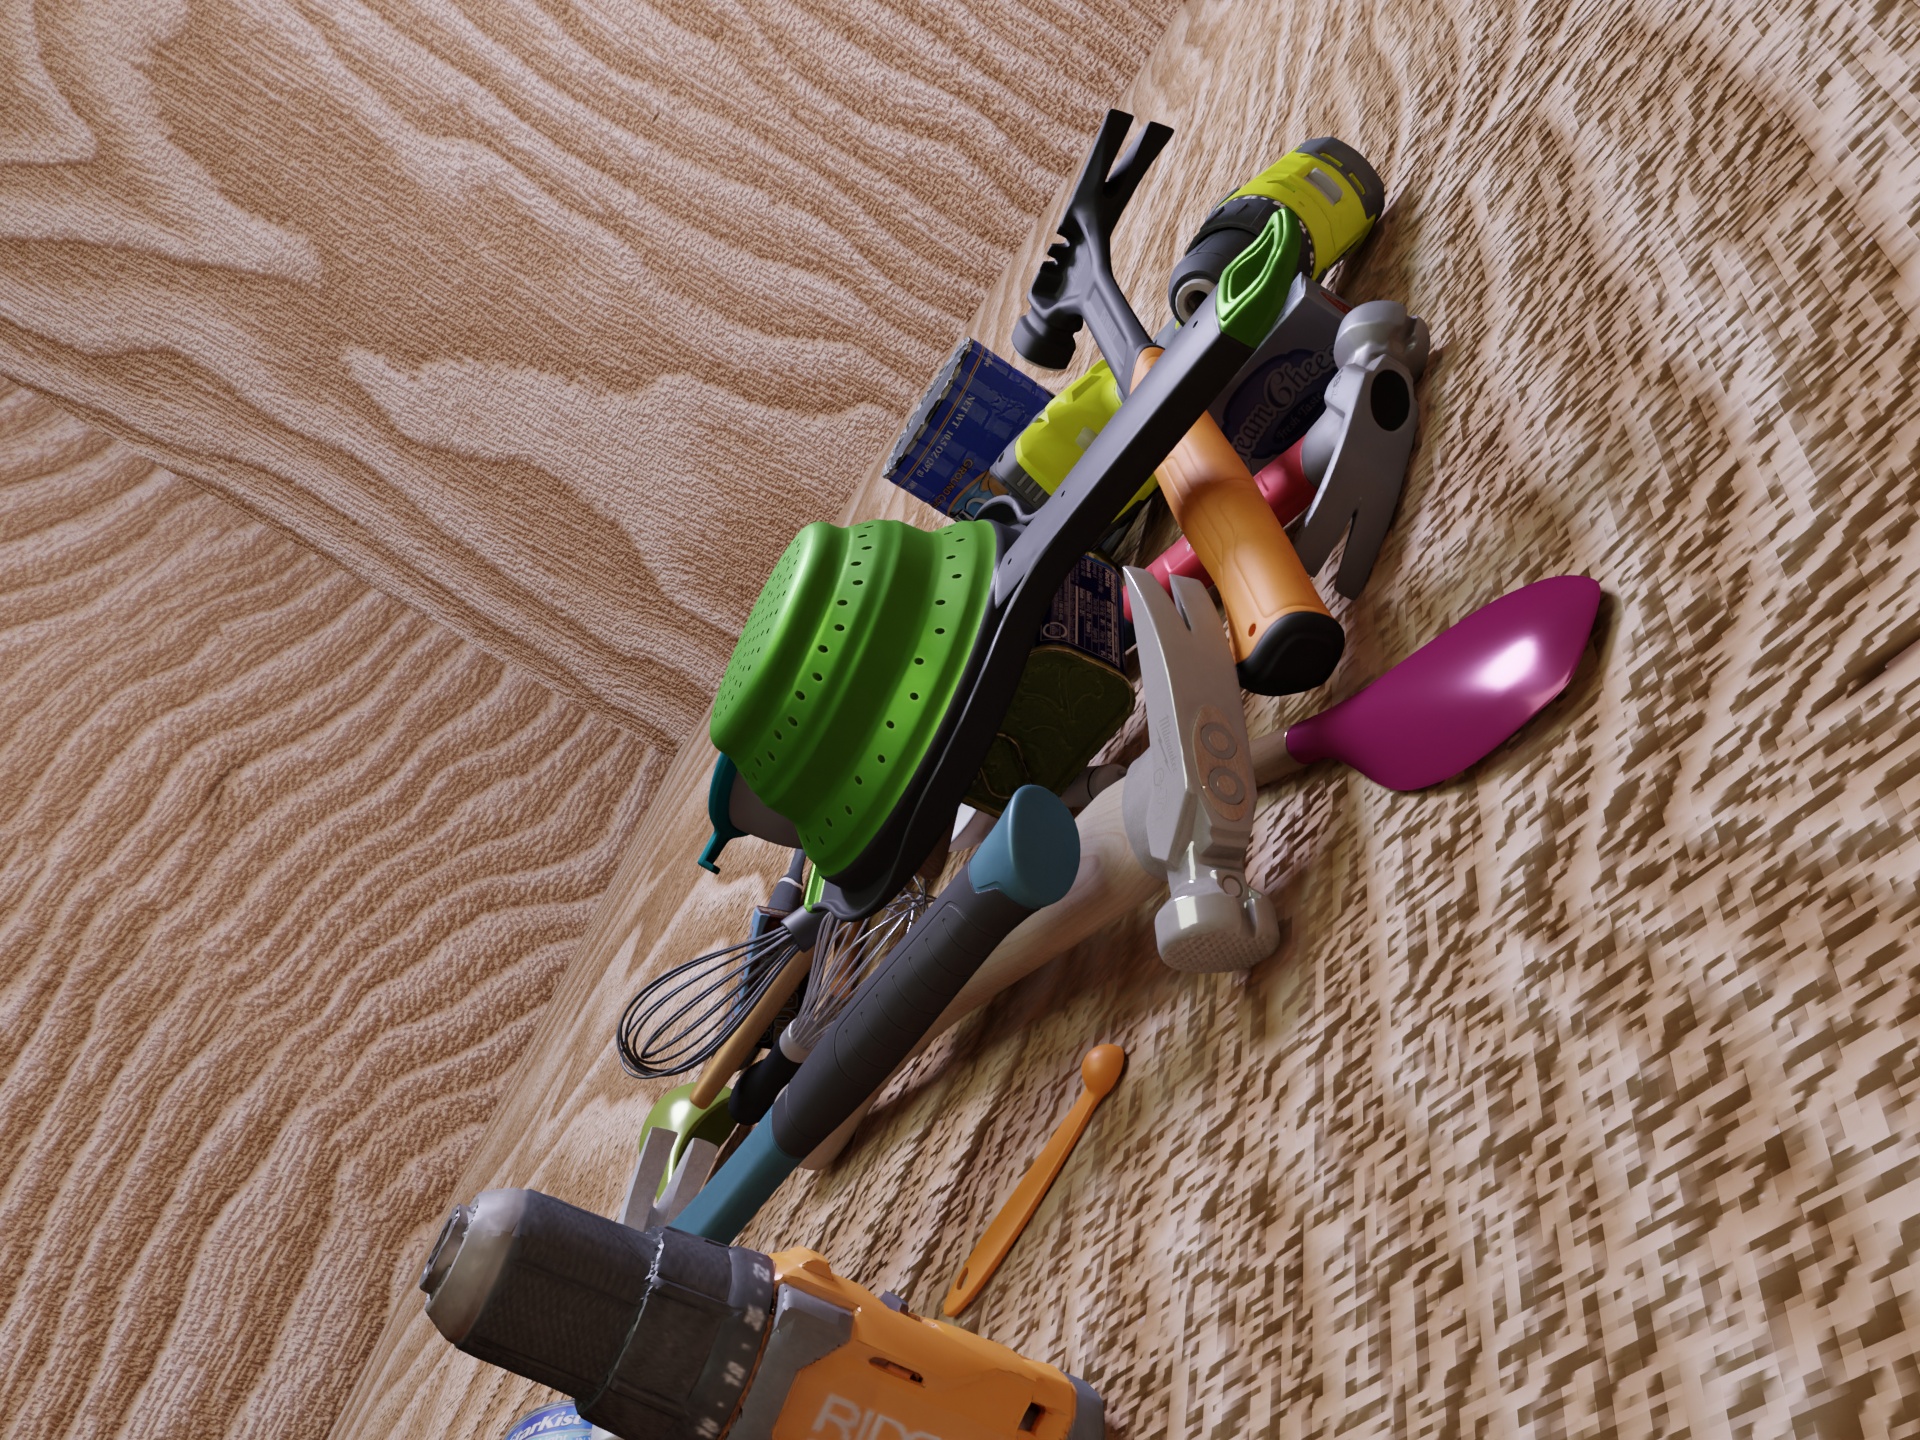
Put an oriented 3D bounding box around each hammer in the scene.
[{"bbox_3d":[-0.136,0.124,1.274,0.149,0.036,0.409,-53,13,32],"label":"hammer"},{"bbox_3d":[0.089,-0.133,0.656,0.337,0.034,0.127,-105,33,-48],"label":"hammer"},{"bbox_3d":[0.082,-0.042,0.775,0.386,0.038,0.143,-41,23,56],"label":"hammer"},{"bbox_3d":[-0.058,0.151,0.616,0.331,0.033,0.128,-52,28,28],"label":"hammer"},{"bbox_3d":[-0.001,0.100,0.676,0.410,0.038,0.146,131,142,-51],"label":"hammer"}]

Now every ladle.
[{"bbox_3d":[-0.154,0.310,0.896,0.078,0.062,0.320,-57,19,14],"label":"ladle"}]

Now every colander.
[{"bbox_3d":[-0.012,-0.066,0.651,0.397,0.094,0.205,-50,21,44],"label":"colander"}]

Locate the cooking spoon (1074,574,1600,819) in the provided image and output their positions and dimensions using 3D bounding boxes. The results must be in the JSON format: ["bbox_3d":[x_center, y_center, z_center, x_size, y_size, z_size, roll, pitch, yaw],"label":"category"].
[{"bbox_3d":[0.108,0.014,0.570,0.069,0.017,0.319,-63,13,-24],"label":"cooking spoon"}]

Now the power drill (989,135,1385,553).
[{"bbox_3d":[0.113,-0.191,0.837,0.228,0.080,0.190,-47,-1,44],"label":"power drill"}]

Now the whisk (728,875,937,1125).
[{"bbox_3d":[-0.077,0.164,0.891,0.284,0.070,0.070,-53,12,45],"label":"whisk"}]

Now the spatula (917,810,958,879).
[{"bbox_3d":[-0.001,-0.003,0.866,0.059,0.018,0.316,-57,10,25],"label":"spatula"}]

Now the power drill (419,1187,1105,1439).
[{"bbox_3d":[-0.083,0.242,0.397,0.226,0.185,0.084,-66,14,-16],"label":"power drill"}]

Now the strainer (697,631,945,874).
[{"bbox_3d":[-0.031,-0.016,1.080,0.340,0.095,0.211,-39,-21,-51],"label":"strainer"}]

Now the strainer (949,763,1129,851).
[{"bbox_3d":[0.028,0.037,0.800,0.087,0.050,0.258,-65,18,-13],"label":"strainer"}]

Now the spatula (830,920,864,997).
[{"bbox_3d":[-0.078,0.090,1.099,0.323,0.041,0.081,-88,15,-64],"label":"spatula"}]

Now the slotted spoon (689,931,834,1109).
[{"bbox_3d":[-0.070,0.101,0.963,0.314,0.031,0.070,-55,-21,-5],"label":"slotted spoon"}]

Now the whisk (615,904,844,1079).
[{"bbox_3d":[-0.096,0.123,0.914,0.239,0.055,0.055,-36,6,-16],"label":"whisk"}]

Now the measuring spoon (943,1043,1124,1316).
[{"bbox_3d":[0.023,0.163,0.567,0.117,0.011,0.021,-58,12,6],"label":"measuring spoon"}]
